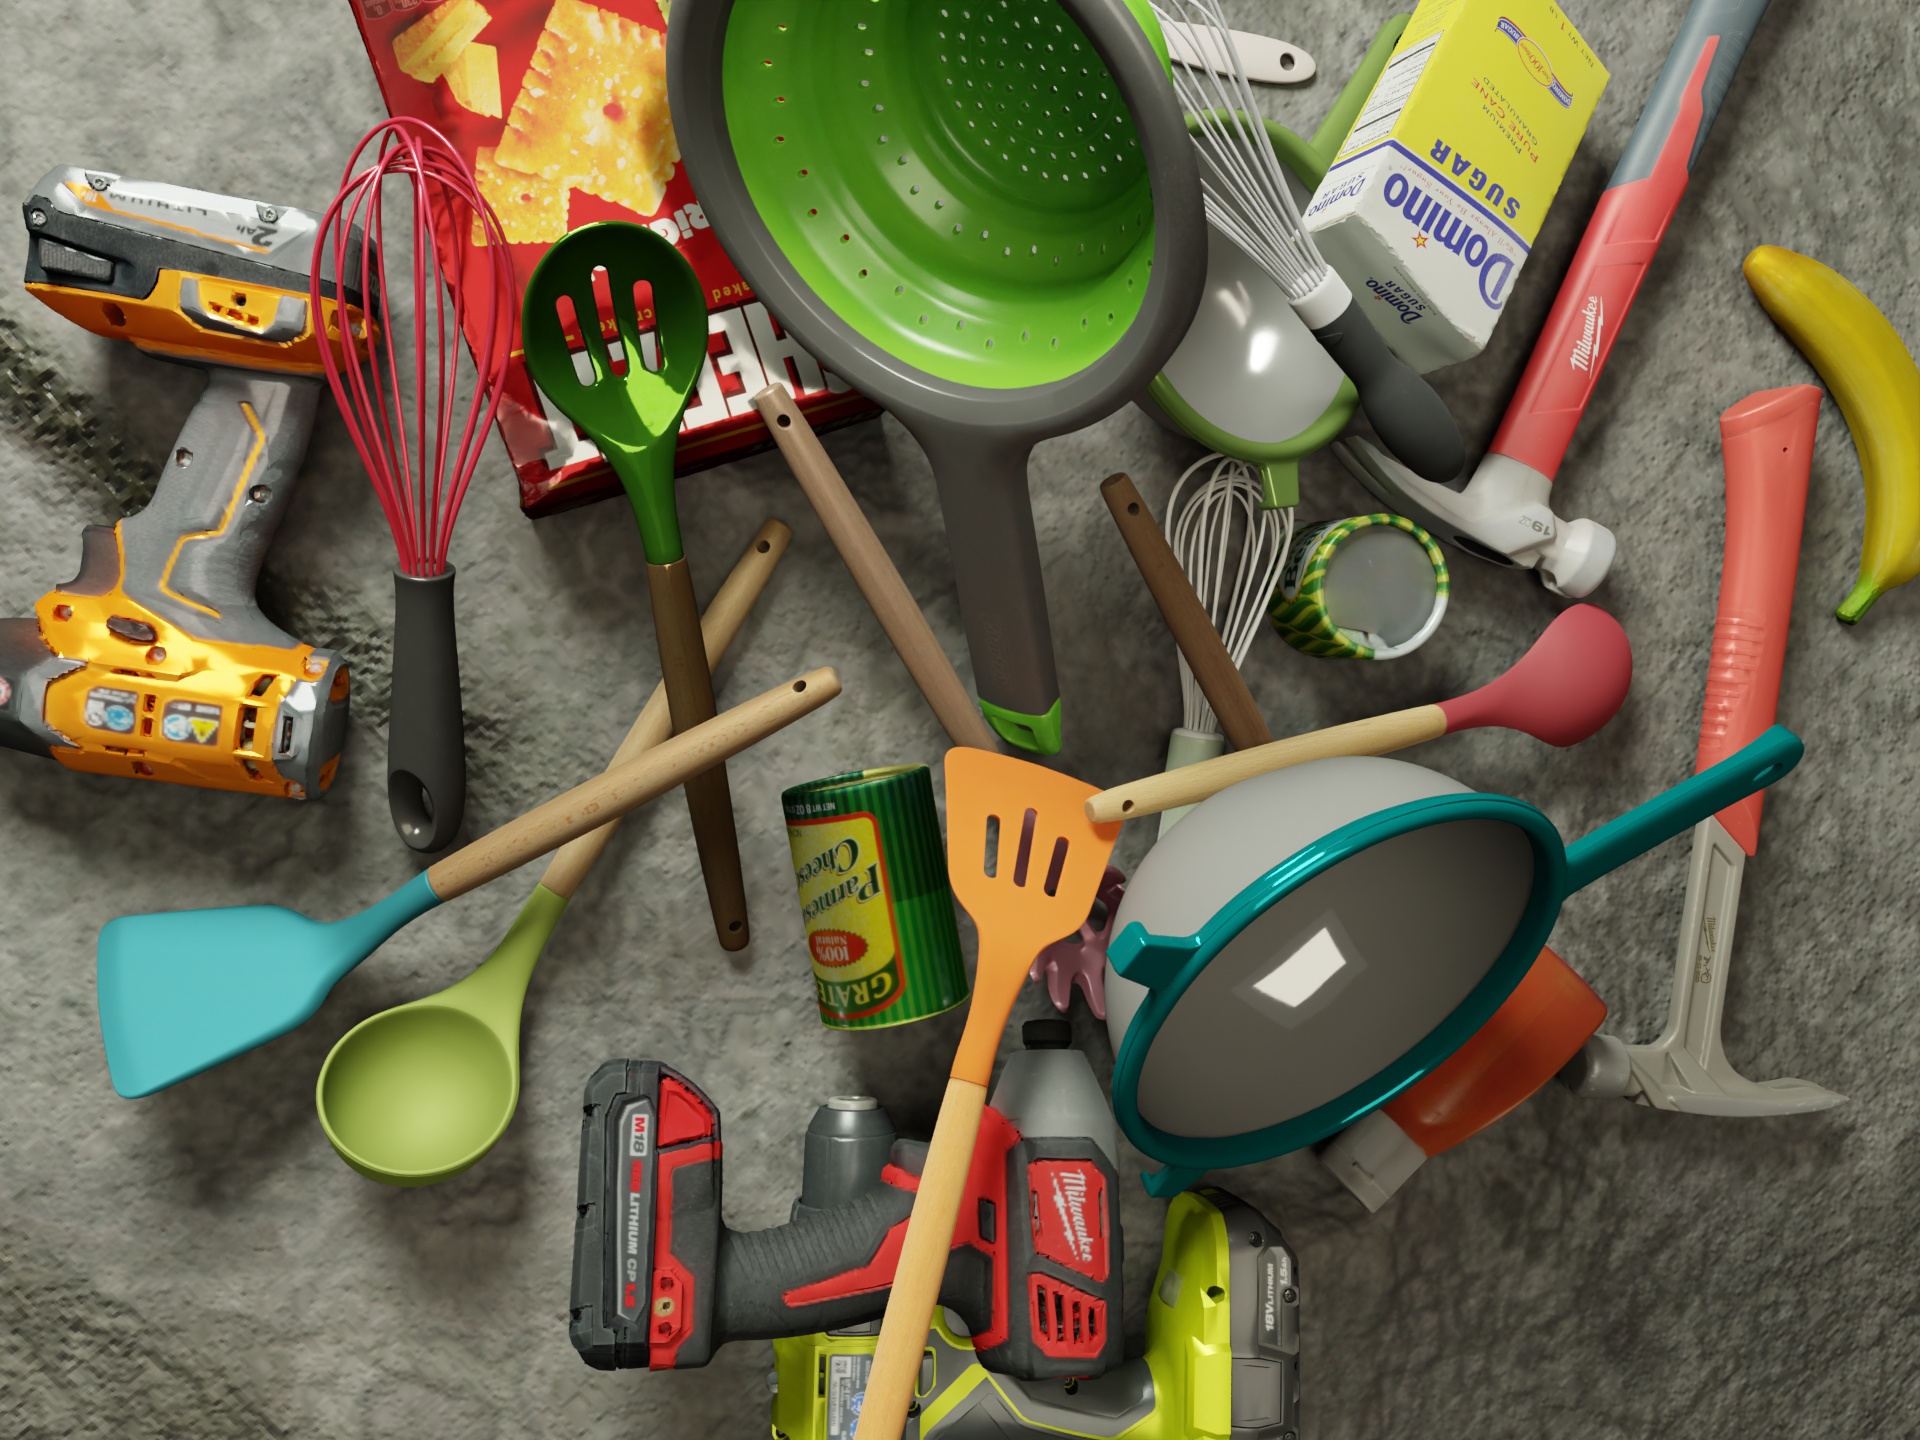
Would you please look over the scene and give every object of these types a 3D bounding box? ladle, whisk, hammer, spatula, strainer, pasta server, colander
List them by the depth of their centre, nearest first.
[{"bbox_3d":[0.019,-0.149,0.607,0.094,0.205,0.396,-53,147,-34],"label":"colander"},{"bbox_3d":[-0.004,0.164,0.613,0.081,0.041,0.323,18,74,-8],"label":"spatula"},{"bbox_3d":[-0.207,-0.077,0.613,0.073,0.073,0.295,2,117,-12],"label":"whisk"},{"bbox_3d":[-0.192,0.052,0.636,0.317,0.044,0.082,-27,58,3],"label":"spatula"},{"bbox_3d":[0.126,-0.194,0.643,0.070,0.070,0.284,-49,118,-5],"label":"whisk"},{"bbox_3d":[-0.160,0.048,0.671,0.078,0.062,0.320,30,84,5],"label":"ladle"},{"bbox_3d":[-0.001,-0.002,0.679,0.060,0.040,0.316,-30,112,2],"label":"pasta server"},{"bbox_3d":[0.195,0.059,0.680,0.340,0.095,0.210,-25,137,-11],"label":"strainer"},{"bbox_3d":[0.193,0.004,0.716,0.315,0.031,0.069,-13,106,-24],"label":"ladle"},{"bbox_3d":[0.137,0.025,0.716,0.060,0.018,0.315,-34,114,-7],"label":"spatula"},{"bbox_3d":[0.135,-0.224,0.719,0.151,0.069,0.256,42,66,-23],"label":"strainer"},{"bbox_3d":[0.110,-0.001,0.732,0.059,0.057,0.246,10,95,22],"label":"whisk"},{"bbox_3d":[0.315,-0.262,0.761,0.143,0.038,0.386,25,88,-10],"label":"hammer"},{"bbox_3d":[0.391,0.017,0.788,0.149,0.037,0.359,6,94,-12],"label":"hammer"}]

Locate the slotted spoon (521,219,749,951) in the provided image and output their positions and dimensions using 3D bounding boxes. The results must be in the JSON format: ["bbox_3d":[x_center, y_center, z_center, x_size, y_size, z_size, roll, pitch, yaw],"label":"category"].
[{"bbox_3d":[-0.117,-0.041,0.641,0.070,0.031,0.313,-15,116,-19],"label":"slotted spoon"}]

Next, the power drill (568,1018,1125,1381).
[{"bbox_3d":[-0.041,0.192,0.645,0.219,0.078,0.143,3,73,-9],"label":"power drill"}]

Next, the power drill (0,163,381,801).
[{"bbox_3d":[-0.317,-0.089,0.620,0.164,0.084,0.226,8,95,-11],"label":"power drill"}]

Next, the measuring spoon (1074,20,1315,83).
[{"bbox_3d":[0.107,-0.311,0.725,0.124,0.018,0.034,6,92,-13],"label":"measuring spoon"}]

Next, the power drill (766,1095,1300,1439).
[{"bbox_3d":[0.029,0.266,0.710,0.228,0.080,0.190,3,84,-9],"label":"power drill"}]
